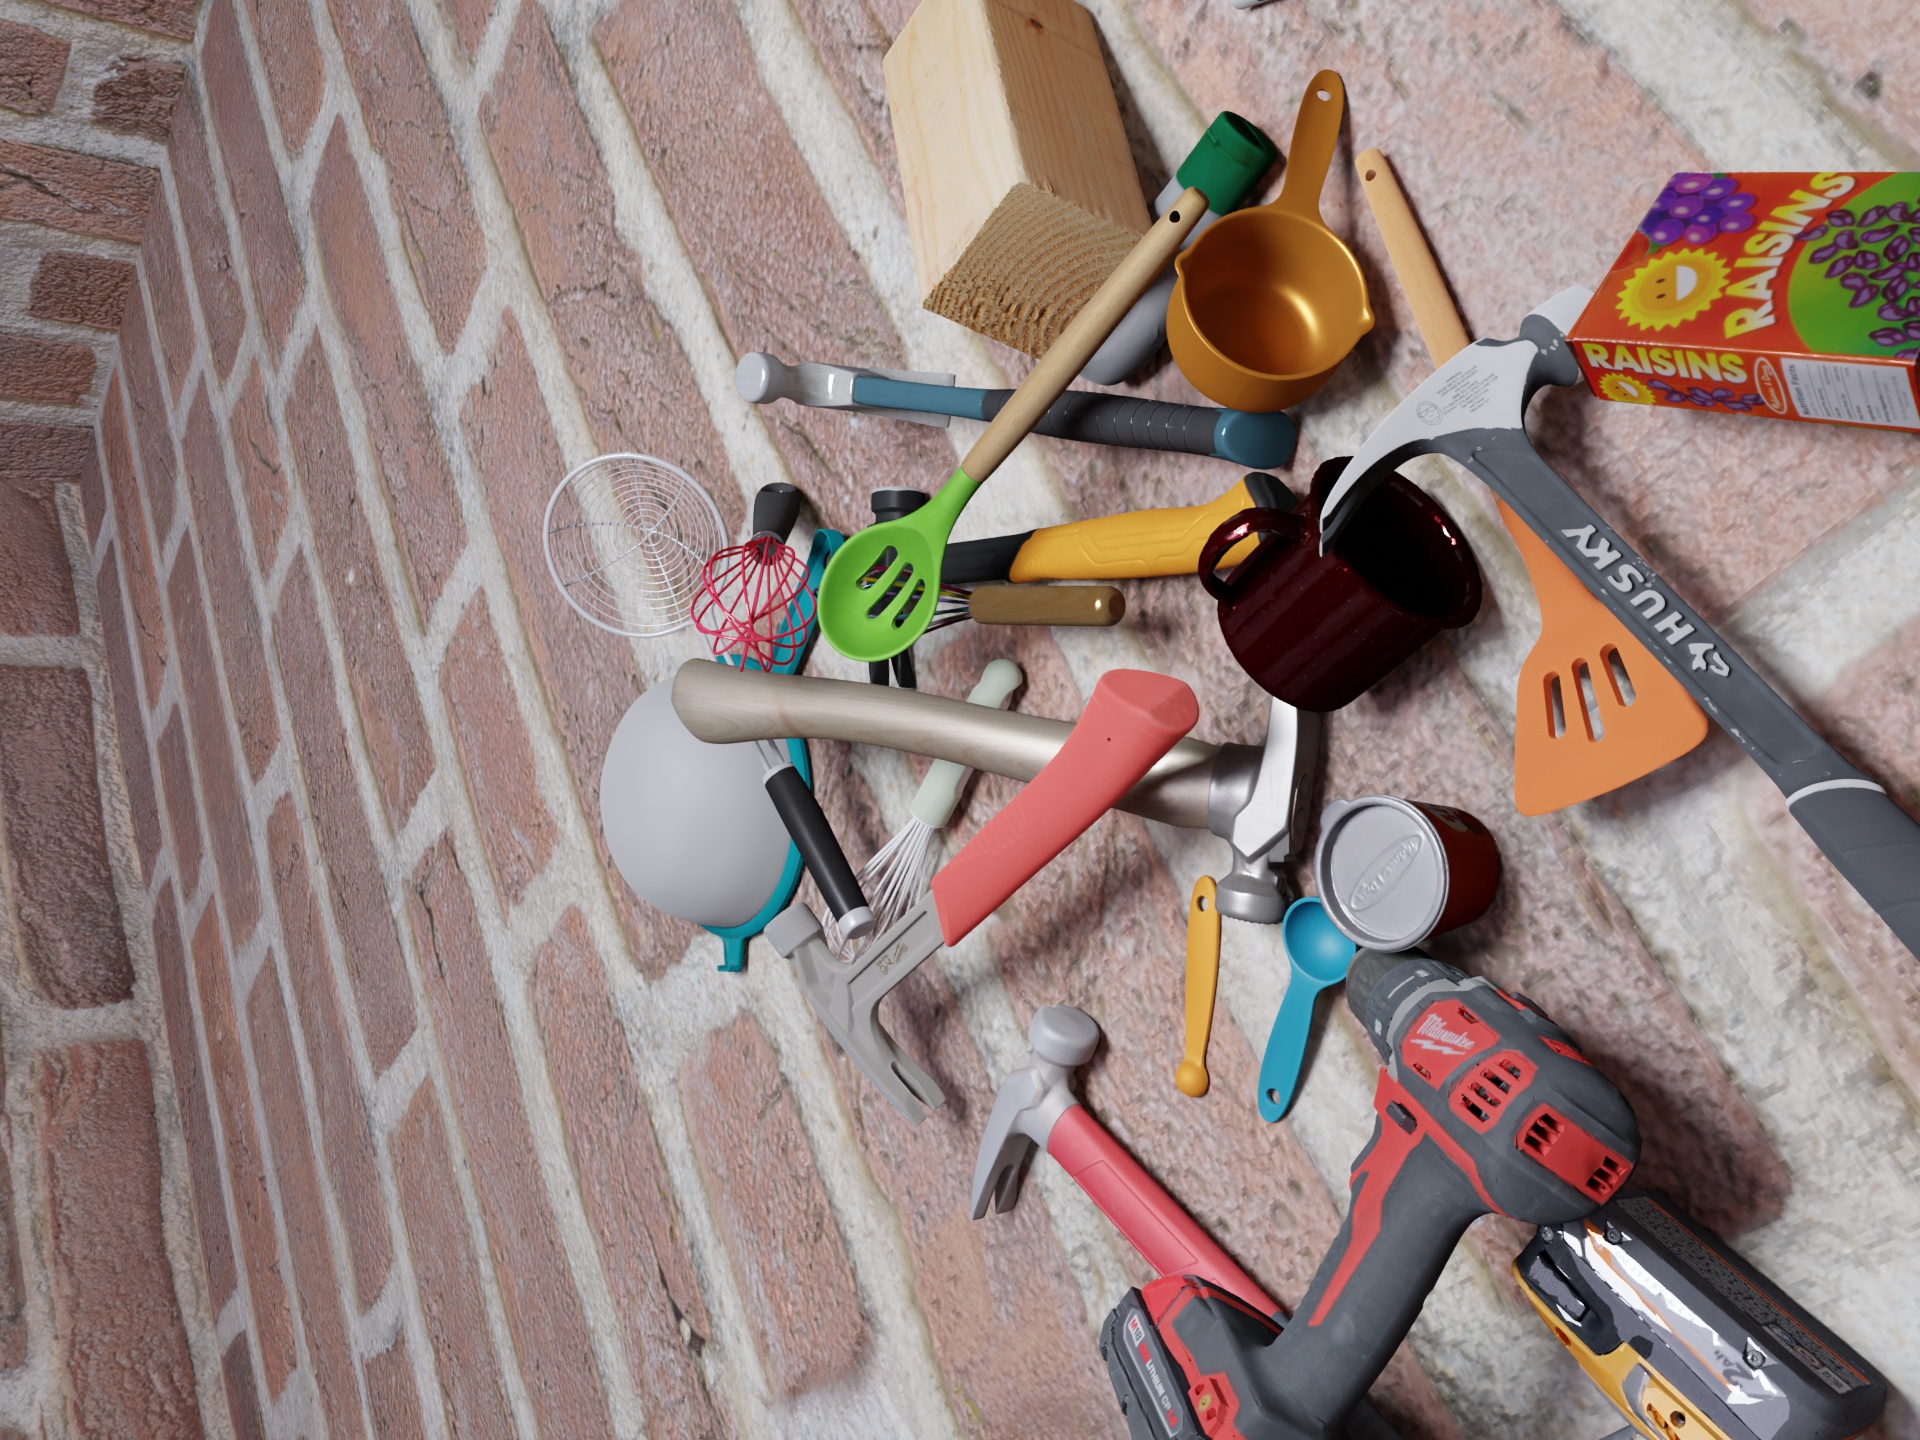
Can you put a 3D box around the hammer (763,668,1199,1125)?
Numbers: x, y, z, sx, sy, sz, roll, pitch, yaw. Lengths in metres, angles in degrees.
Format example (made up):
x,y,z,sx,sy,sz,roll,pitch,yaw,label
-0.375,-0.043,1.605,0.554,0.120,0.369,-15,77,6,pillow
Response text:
x,y,z,sx,sy,sz,roll,pitch,yaw,label
0.015,0.091,0.835,0.149,0.037,0.359,50,136,7,hammer

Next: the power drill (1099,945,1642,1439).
x,y,z,sx,sy,sz,roll,pitch,yaw,label
0.156,0.198,0.648,0.226,0.080,0.188,-54,12,5,power drill

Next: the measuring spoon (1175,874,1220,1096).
x,y,z,sx,sy,sz,roll,pitch,yaw,label
0.121,0.138,0.824,0.021,0.011,0.117,8,96,50,measuring spoon

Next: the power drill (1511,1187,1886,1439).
x,y,z,sx,sy,sz,roll,pitch,yaw,label
0.217,0.289,0.626,0.186,0.084,0.226,42,110,42,power drill

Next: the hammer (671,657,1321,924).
x,y,z,sx,sy,sz,roll,pitch,yaw,label
-0.001,-0.003,0.875,0.411,0.038,0.146,10,97,34,hammer

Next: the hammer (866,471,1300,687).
x,y,z,sx,sy,sz,roll,pitch,yaw,label
0.052,-0.085,0.884,0.337,0.034,0.127,-1,88,52,hammer

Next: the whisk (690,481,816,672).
x,y,z,sx,sy,sz,roll,pitch,yaw,label
-0.122,-0.101,0.993,0.296,0.073,0.073,-96,24,-66,whisk

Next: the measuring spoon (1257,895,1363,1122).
x,y,z,sx,sy,sz,roll,pitch,yaw,label
0.168,0.140,0.770,0.042,0.021,0.128,34,124,40,measuring spoon

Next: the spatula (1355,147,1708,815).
x,y,z,sx,sy,sz,roll,pitch,yaw,label
0.224,-0.118,0.680,0.081,0.041,0.323,-32,64,37,spatula

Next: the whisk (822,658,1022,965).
x,y,z,sx,sy,sz,roll,pitch,yaw,label
-0.022,0.065,0.979,0.059,0.058,0.246,32,116,8,whisk

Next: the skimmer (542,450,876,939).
x,y,z,sx,sy,sz,roll,pitch,yaw,label
-0.158,-0.017,1.019,0.127,0.090,0.364,-39,62,16,skimmer

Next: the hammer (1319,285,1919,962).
x,y,z,sx,sy,sz,roll,pitch,yaw,label
0.290,0.014,0.562,0.149,0.036,0.409,-32,63,-3,hammer

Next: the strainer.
x,y,z,sx,sy,sz,roll,pitch,yaw,label
-0.178,0.007,1.122,0.211,0.095,0.340,53,129,37,strainer

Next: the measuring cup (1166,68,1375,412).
x,y,z,sx,sy,sz,roll,pitch,yaw,label
0.152,-0.227,0.758,0.052,0.095,0.174,111,176,-72,measuring cup

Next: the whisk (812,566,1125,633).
x,y,z,sx,sy,sz,roll,pitch,yaw,label
0.000,-0.063,0.896,0.245,0.051,0.047,5,113,48,whisk

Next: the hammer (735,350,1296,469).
x,y,z,sx,sy,sz,roll,pitch,yaw,label
0.030,-0.171,0.873,0.331,0.128,0.033,17,105,40,hammer

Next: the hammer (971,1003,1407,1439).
x,y,z,sx,sy,sz,roll,pitch,yaw,label
0.138,0.310,0.783,0.387,0.038,0.143,40,120,43,hammer

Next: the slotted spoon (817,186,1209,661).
x,y,z,sx,sy,sz,roll,pitch,yaw,label
0.023,-0.143,0.814,0.070,0.031,0.313,51,124,13,slotted spoon
